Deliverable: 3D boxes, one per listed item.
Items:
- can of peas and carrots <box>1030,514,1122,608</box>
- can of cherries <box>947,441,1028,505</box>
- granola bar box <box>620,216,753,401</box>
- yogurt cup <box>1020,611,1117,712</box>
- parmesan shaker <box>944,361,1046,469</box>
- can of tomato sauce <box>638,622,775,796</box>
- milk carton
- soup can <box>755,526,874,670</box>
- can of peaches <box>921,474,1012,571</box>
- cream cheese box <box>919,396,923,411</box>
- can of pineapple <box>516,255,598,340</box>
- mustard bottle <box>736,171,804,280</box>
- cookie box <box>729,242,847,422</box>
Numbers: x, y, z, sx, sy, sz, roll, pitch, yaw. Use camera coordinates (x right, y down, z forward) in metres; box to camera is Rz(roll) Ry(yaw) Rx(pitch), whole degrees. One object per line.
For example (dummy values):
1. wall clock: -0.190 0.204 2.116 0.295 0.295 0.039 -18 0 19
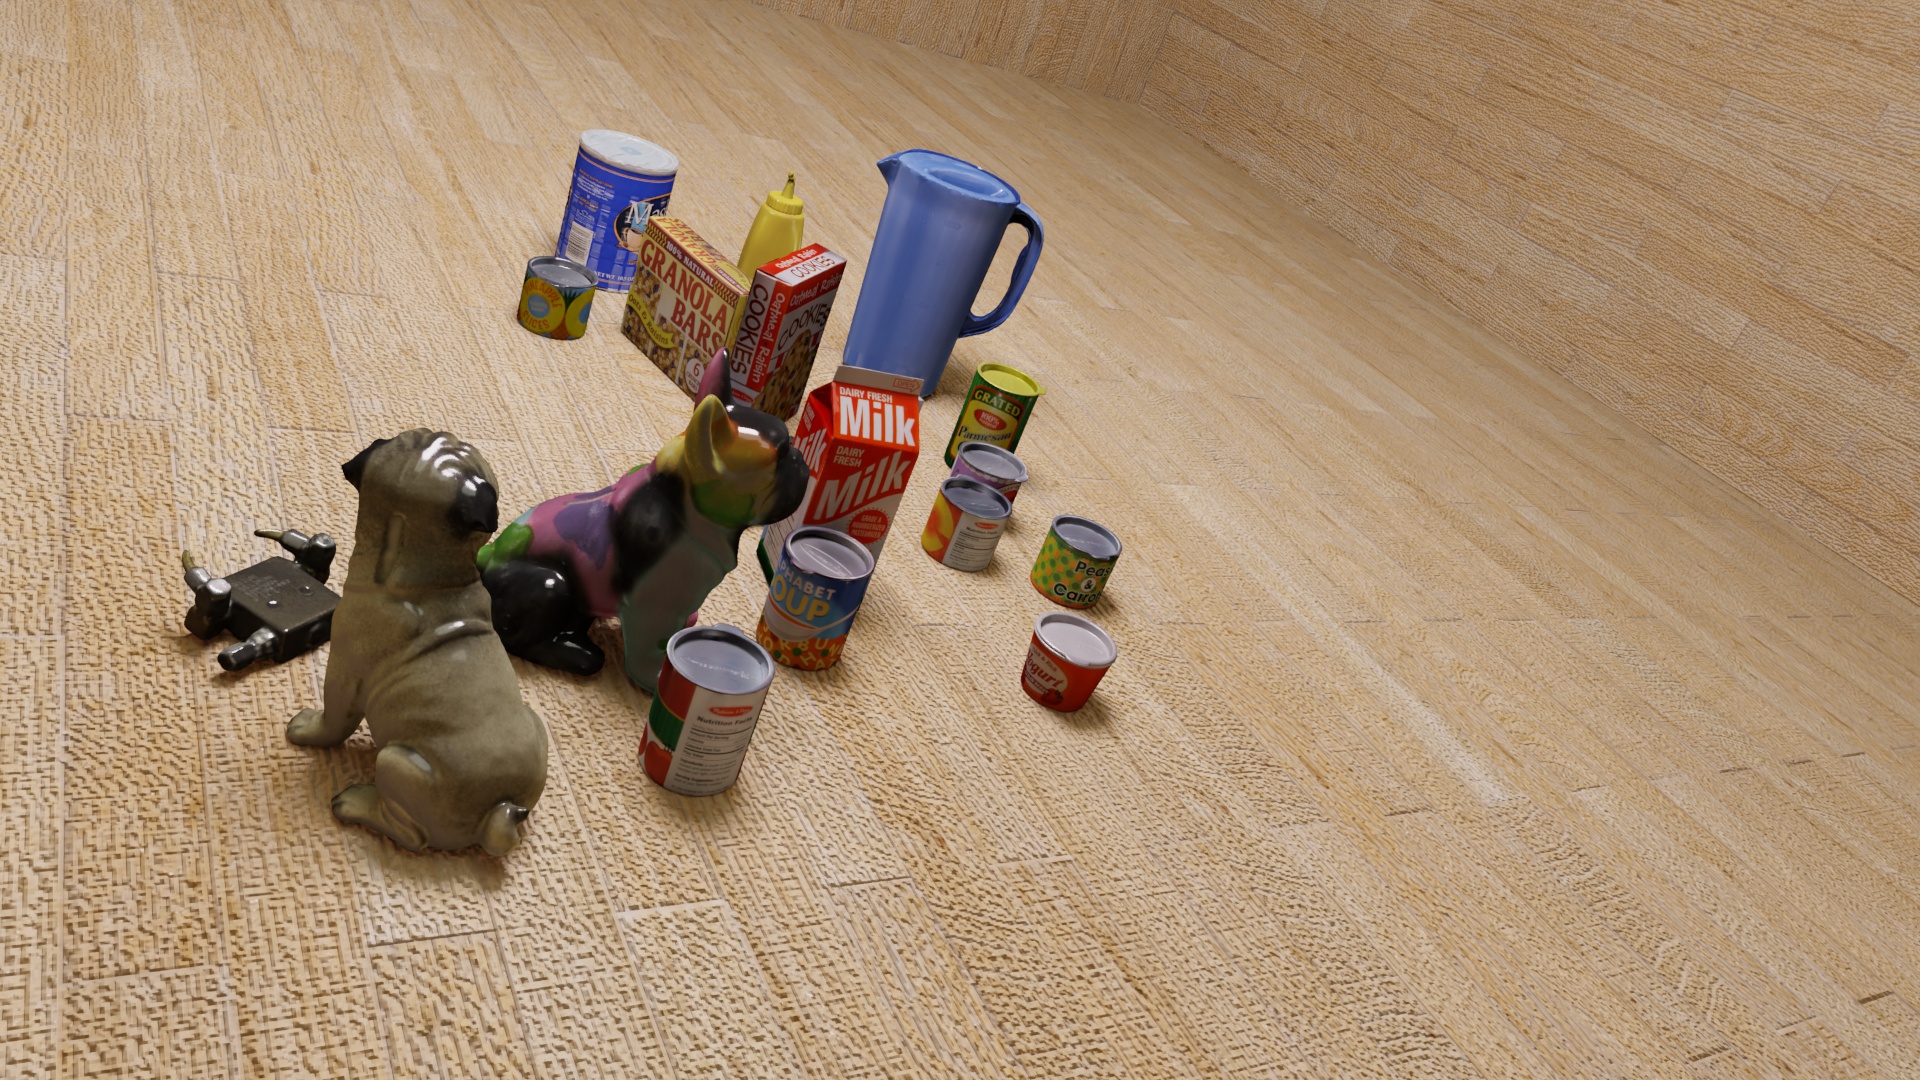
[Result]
1. can of peas and carrots: 0.102 0.020 1.221 0.071 0.058 0.071 17 27 -9
2. can of cherries: 0.022 -0.049 1.289 0.071 0.058 0.072 17 27 -9
3. granola bar box: -0.255 -0.216 1.319 0.039 0.123 0.166 -8 39 -45
4. yogurt cup: 0.081 0.095 1.074 0.072 0.053 0.073 17 27 -9
5. parmesan shaker: 0.033 -0.114 1.365 0.071 0.102 0.071 17 27 -9
6. can of tomato sauce: -0.157 0.104 0.855 0.071 0.082 0.071 17 27 -9
7. milk carton: -0.089 -0.045 1.056 0.072 0.189 0.074 7 30 -27
8. soup can: -0.108 0.043 1.001 0.071 0.083 0.072 17 27 -9
9. can of peaches: 0.004 -0.015 1.215 0.071 0.057 0.071 17 27 -9
10. cream cheese box: -0.089 -0.119 1.341 0.104 0.053 0.024 -4 36 -40
11. can of pineapple: -0.386 -0.231 1.324 0.071 0.057 0.071 17 27 -9
12. mustard bottle: -0.203 -0.330 1.525 0.065 0.159 0.049 13 28 -17
13. cookie box: -0.167 -0.179 1.269 0.040 0.166 0.123 26 27 8
